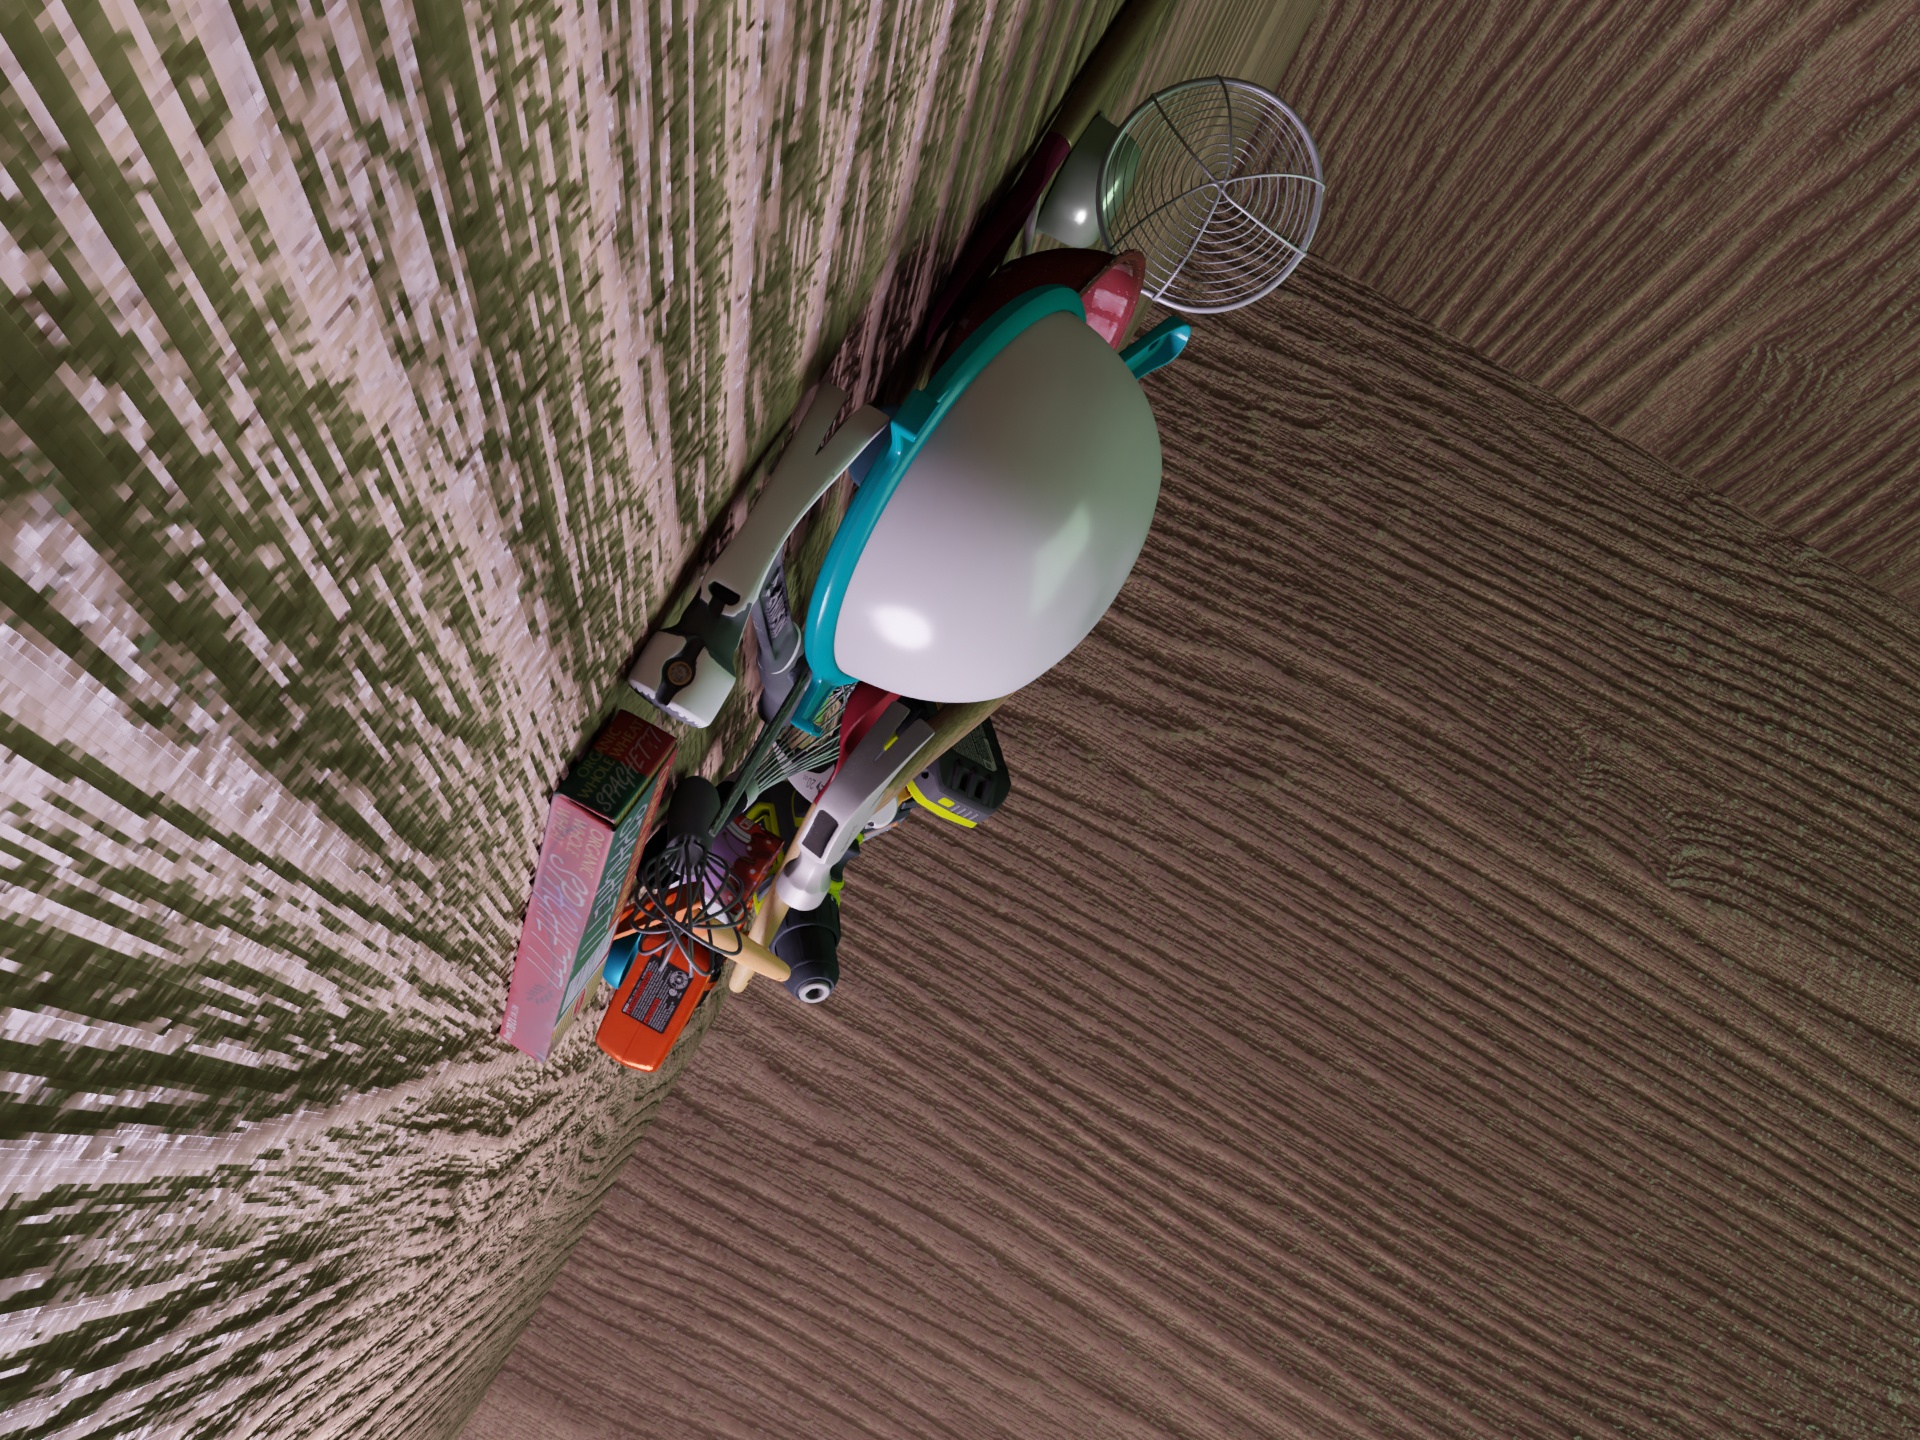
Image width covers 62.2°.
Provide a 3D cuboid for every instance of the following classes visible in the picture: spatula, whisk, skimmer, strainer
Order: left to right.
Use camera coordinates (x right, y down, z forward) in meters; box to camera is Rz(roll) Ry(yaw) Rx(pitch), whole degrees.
[{"bbox_3d":[-0.131,0.067,0.782,0.055,0.055,0.239,-59,-166,8],"label":"whisk"},{"bbox_3d":[-0.148,0.136,0.959,0.081,0.041,0.322,-20,160,3],"label":"spatula"},{"bbox_3d":[-0.124,0.031,0.989,0.070,0.070,0.285,-59,175,32],"label":"whisk"},{"bbox_3d":[0.073,-0.241,0.995,0.363,0.127,0.090,-39,-170,49],"label":"skimmer"},{"bbox_3d":[0.061,-0.114,0.769,0.340,0.095,0.210,-43,163,-44],"label":"strainer"}]

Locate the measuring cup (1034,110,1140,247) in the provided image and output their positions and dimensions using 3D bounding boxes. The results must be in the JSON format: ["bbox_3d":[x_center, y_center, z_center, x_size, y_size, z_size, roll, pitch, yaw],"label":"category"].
[{"bbox_3d":[0.088,-0.336,1.024,0.083,0.038,0.167,-59,178,13],"label":"measuring cup"}]

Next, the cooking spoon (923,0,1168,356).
[{"bbox_3d":[0.062,-0.316,0.817,0.319,0.017,0.068,-59,-176,-14],"label":"cooking spoon"}]

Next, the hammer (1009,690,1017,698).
[{"bbox_3d":[0.022,-0.089,1.112,0.336,0.034,0.127,73,34,-72],"label":"hammer"}]

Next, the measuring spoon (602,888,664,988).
[{"bbox_3d":[-0.189,0.100,0.962,0.042,0.021,0.129,118,-7,-65],"label":"measuring spoon"}]

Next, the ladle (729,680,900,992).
[{"bbox_3d":[-0.095,0.072,1.030,0.069,0.031,0.315,-38,160,-54],"label":"ladle"}]

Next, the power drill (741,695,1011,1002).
[{"bbox_3d":[-0.072,0.081,1.178,0.228,0.080,0.191,-43,-140,24],"label":"power drill"}]

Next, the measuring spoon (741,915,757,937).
[{"bbox_3d":[-0.160,0.148,1.244,0.117,0.011,0.021,-78,-170,-67],"label":"measuring spoon"}]

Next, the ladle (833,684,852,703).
[{"bbox_3d":[-0.046,-0.120,1.308,0.320,0.062,0.078,110,6,-47],"label":"ladle"}]

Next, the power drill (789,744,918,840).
[{"bbox_3d":[-0.036,-0.009,1.327,0.226,0.084,0.185,-56,164,25],"label":"power drill"}]

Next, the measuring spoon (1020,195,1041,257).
[{"bbox_3d":[0.031,-0.270,0.919,0.124,0.018,0.034,107,-8,-61],"label":"measuring spoon"}]

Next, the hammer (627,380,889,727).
[{"bbox_3d":[-0.090,-0.046,0.798,0.149,0.036,0.409,-60,180,-8],"label":"hammer"}]

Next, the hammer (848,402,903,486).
[{"bbox_3d":[-0.044,-0.121,0.941,0.128,0.033,0.331,-58,180,-6],"label":"hammer"}]

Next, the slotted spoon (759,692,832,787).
[{"bbox_3d":[-0.129,0.016,1.271,0.313,0.031,0.070,-58,-175,23],"label":"slotted spoon"}]

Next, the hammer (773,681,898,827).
[{"bbox_3d":[-0.037,-0.093,1.143,0.146,0.035,0.335,17,-97,55],"label":"hammer"}]

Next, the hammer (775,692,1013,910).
[{"bbox_3d":[-0.002,-0.003,1.039,0.331,0.031,0.130,-42,165,-50],"label":"hammer"}]
